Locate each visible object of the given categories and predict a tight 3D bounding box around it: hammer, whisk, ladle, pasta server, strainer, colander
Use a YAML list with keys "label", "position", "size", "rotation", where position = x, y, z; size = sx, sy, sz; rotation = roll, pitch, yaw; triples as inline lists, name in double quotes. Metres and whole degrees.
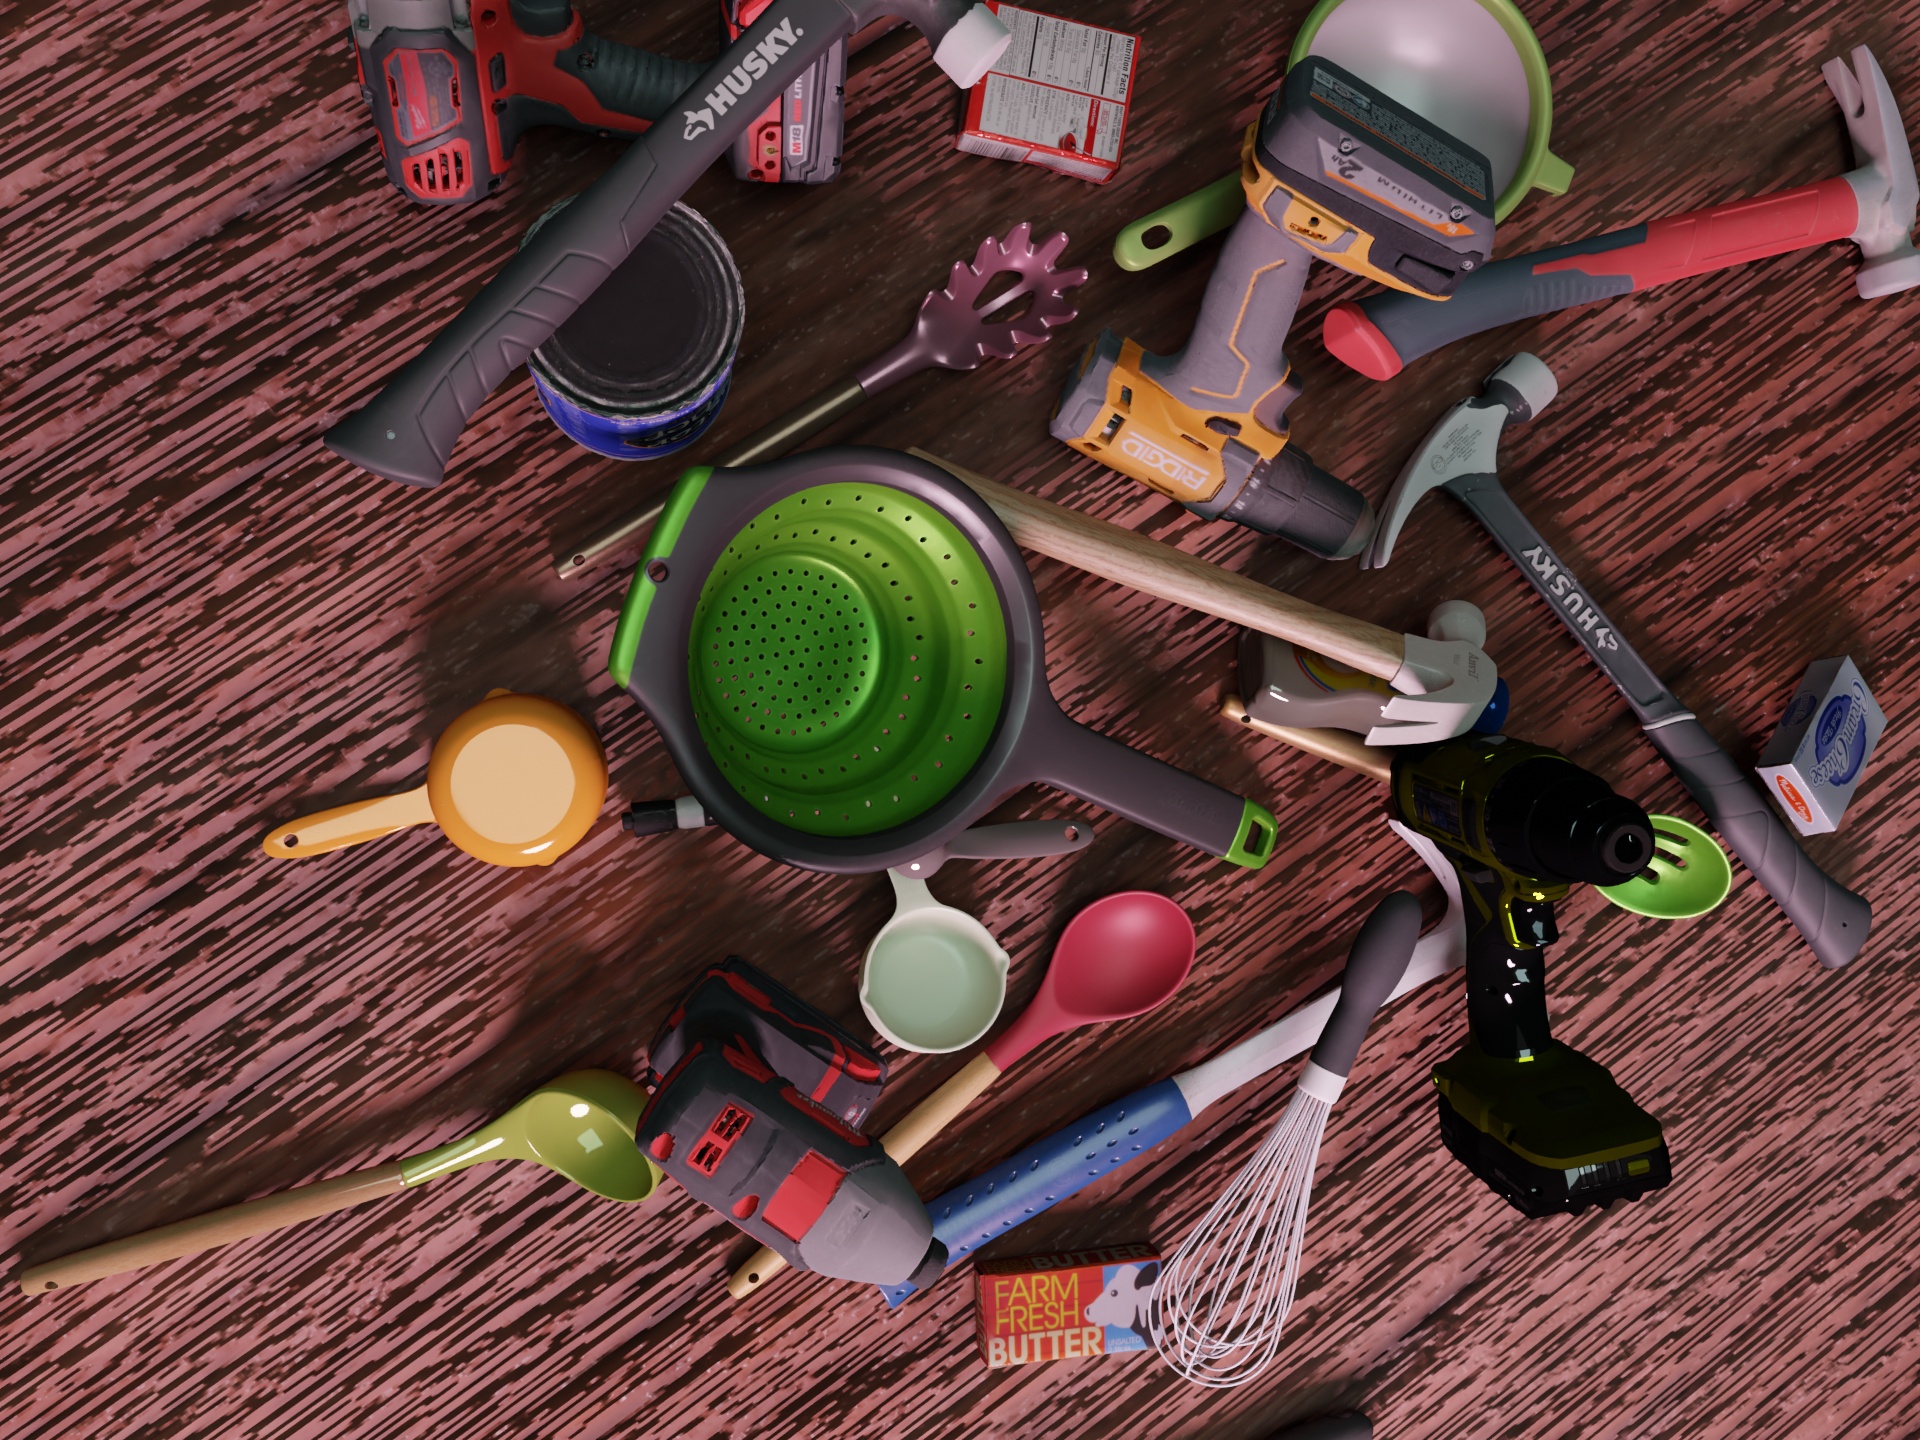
- label: "hammer"
  position: [0.129, 0.198, 0.878]
  size: [0.405, 0.035, 0.144]
  rotation: [-27, 97, -9]
- label: "whisk"
  position: [0.124, 0.435, 0.879]
  size: [0.239, 0.055, 0.055]
  rotation: [-18, 95, -14]
- label: "hammer"
  position: [0.373, -0.274, 0.891]
  size: [0.386, 0.038, 0.143]
  rotation: [-17, 93, -15]
- label: "ladle"
  position: [-0.001, 0.203, 0.859]
  size: [0.315, 0.031, 0.069]
  rotation: [-40, 96, -5]
- label: "pasta server"
  position: [-0.074, -0.160, 0.828]
  size: [0.316, 0.040, 0.060]
  rotation: [-33, 101, -7]
- label: "hammer"
  position: [-0.140, -0.228, 0.671]
  size: [0.146, 0.035, 0.335]
  rotation: [44, 84, -9]
- label: "strainer"
  position: [0.191, -0.301, 0.859]
  size: [0.256, 0.069, 0.151]
  rotation: [-28, 98, -5]
- label: "colander"
  position: [-0.001, -0.003, 0.831]
  size: [0.396, 0.094, 0.204]
  rotation: [24, 84, -28]
- label: "ladle"
  position: [-0.303, 0.241, 0.789]
  size: [0.320, 0.062, 0.078]
  rotation: [-15, 122, -7]
- label: "hammer"
  position: [0.396, -0.011, 0.922]
  size: [0.149, 0.036, 0.409]
  rotation: [-43, 99, -6]
- label: "whisk"
  position: [0.177, 0.219, 0.842]
  size: [0.070, 0.070, 0.284]
  rotation: [24, 92, -10]
- label: "hammer"
  position: [0.120, -0.071, 0.832]
  size: [0.331, 0.130, 0.031]
  rotation: [21, 126, 2]

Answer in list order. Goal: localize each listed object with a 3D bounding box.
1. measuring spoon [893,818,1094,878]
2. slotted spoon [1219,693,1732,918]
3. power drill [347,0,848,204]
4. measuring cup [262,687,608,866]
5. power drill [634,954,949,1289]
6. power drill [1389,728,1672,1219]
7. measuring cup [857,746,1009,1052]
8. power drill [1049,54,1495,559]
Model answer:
- label: "measuring spoon"
  position: [0.019, 0.062, 0.848]
  size: [0.124, 0.018, 0.034]
  rotation: [-3, 68, -24]
- label: "slotted spoon"
  position: [0.292, 0.042, 0.905]
  size: [0.313, 0.031, 0.070]
  rotation: [20, 126, -7]
- label: "power drill"
  position: [-0.169, -0.335, 0.740]
  size: [0.226, 0.187, 0.080]
  rotation: [-5, 51, -12]
- label: "measuring cup"
  position: [-0.262, 0.041, 0.790]
  size: [0.173, 0.052, 0.095]
  rotation: [-16, 95, -12]
- label: "power drill"
  position: [-0.080, 0.189, 0.744]
  size: [0.143, 0.220, 0.078]
  rotation: [36, 85, -10]
- label: "power drill"
  position: [0.289, 0.122, 0.794]
  size: [0.080, 0.190, 0.228]
  rotation: [-11, 99, -7]
- label: "measuring cup"
  position: [-0.030, 0.096, 0.850]
  size: [0.083, 0.038, 0.168]
  rotation: [-13, 77, -18]
- label: "power drill"
  position: [0.173, -0.187, 0.799]
  size: [0.185, 0.226, 0.084]
  rotation: [27, 44, -9]
